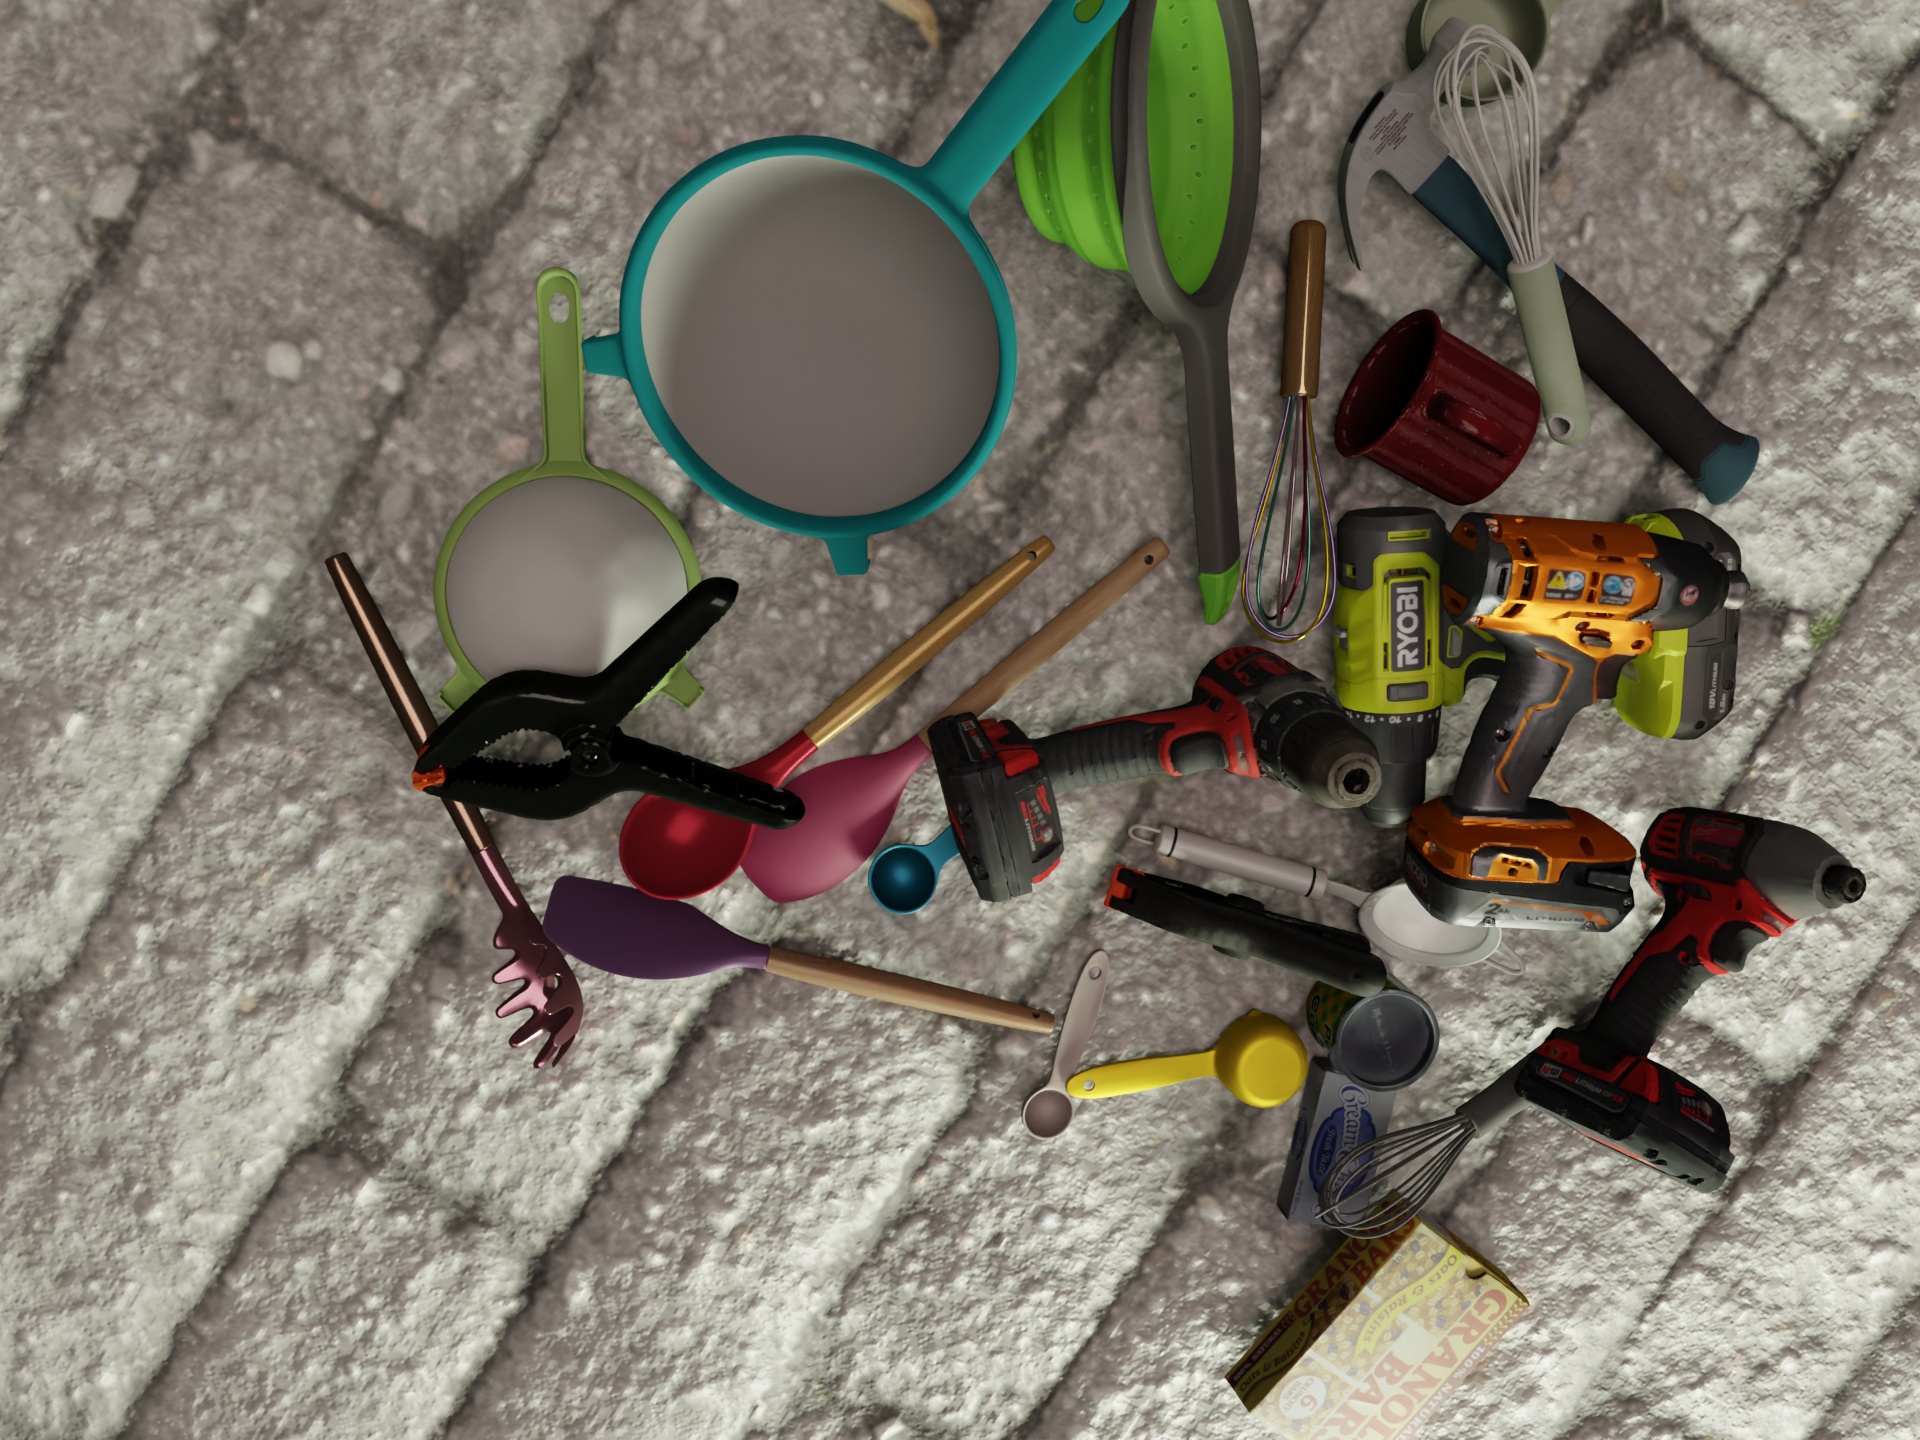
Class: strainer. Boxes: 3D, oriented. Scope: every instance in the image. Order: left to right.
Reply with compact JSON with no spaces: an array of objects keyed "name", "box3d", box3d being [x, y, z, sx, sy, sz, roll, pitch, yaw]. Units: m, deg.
[{"name":"strainer","box3d":[-0.220,-0.119,0.876,0.151,0.069,0.256,-1,101,-7]},{"name":"strainer","box3d":[-0.028,-0.251,0.825,0.211,0.095,0.340,39,119,-12]},{"name":"strainer","box3d":[0.227,0.101,0.983,0.258,0.050,0.086,16,141,-4]}]

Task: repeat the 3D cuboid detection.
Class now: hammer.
[{"name":"hammer","box3d":[0.352,-0.244,0.929,0.330,0.033,0.128,38,114,-16]}]

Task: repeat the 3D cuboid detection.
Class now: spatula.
[{"name":"spatula","box3d":[-0.092,0.151,0.956,0.315,0.060,0.018,15,139,-13]}]

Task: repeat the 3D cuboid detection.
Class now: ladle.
[{"name":"ladle","box3d":[-0.069,-0.007,0.936,0.315,0.031,0.069,-39,93,-1]}]

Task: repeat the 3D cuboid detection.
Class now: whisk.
[{"name":"whisk","box3d":[0.192,-0.167,0.930,0.051,0.047,0.245,1,94,-30]},{"name":"whisk","box3d":[0.321,0.251,1.002,0.239,0.055,0.055,-29,102,-15]},{"name":"whisk","box3d":[0.313,-0.262,0.881,0.059,0.058,0.246,-43,122,-28]}]

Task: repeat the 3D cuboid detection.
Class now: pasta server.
[{"name":"pasta server","box3d":[-0.293,0.053,0.914,0.040,0.060,0.316,-32,103,-43]}]

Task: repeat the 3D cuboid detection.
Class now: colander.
[{"name":"colander","box3d":[0.098,-0.241,0.881,0.094,0.204,0.396,5,119,26]}]

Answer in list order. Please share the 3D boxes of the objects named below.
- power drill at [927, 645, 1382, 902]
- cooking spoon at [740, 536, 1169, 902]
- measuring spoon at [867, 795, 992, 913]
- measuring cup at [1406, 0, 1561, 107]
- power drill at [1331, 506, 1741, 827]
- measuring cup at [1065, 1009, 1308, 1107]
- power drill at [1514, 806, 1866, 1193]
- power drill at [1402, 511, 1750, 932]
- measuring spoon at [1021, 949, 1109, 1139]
[{"name":"power drill","box3d":[0.107,0.027,0.879,0.226,0.188,0.080,-16,108,-5]},{"name":"cooking spoon","box3d":[-0.002,-0.003,0.949,0.319,0.017,0.068,-40,102,2]},{"name":"measuring spoon","box3d":[-0.001,0.069,0.966,0.128,0.021,0.042,-36,95,-9]},{"name":"measuring cup","box3d":[0.330,-0.414,0.910,0.167,0.038,0.083,-33,102,-3]},{"name":"power drill","box3d":[0.336,-0.037,0.956,0.228,0.080,0.190,-5,104,-4]},{"name":"measuring cup","box3d":[0.144,0.221,0.993,0.156,0.029,0.062,-6,100,-12]},{"name":"power drill","box3d":[0.439,0.157,0.948,0.078,0.143,0.220,32,84,-18]},{"name":"power drill","box3d":[0.341,0.000,0.888,0.164,0.084,0.226,3,108,-5]},{"name":"measuring spoon","box3d":[0.067,0.201,0.997,0.034,0.018,0.124,19,90,-19]}]
